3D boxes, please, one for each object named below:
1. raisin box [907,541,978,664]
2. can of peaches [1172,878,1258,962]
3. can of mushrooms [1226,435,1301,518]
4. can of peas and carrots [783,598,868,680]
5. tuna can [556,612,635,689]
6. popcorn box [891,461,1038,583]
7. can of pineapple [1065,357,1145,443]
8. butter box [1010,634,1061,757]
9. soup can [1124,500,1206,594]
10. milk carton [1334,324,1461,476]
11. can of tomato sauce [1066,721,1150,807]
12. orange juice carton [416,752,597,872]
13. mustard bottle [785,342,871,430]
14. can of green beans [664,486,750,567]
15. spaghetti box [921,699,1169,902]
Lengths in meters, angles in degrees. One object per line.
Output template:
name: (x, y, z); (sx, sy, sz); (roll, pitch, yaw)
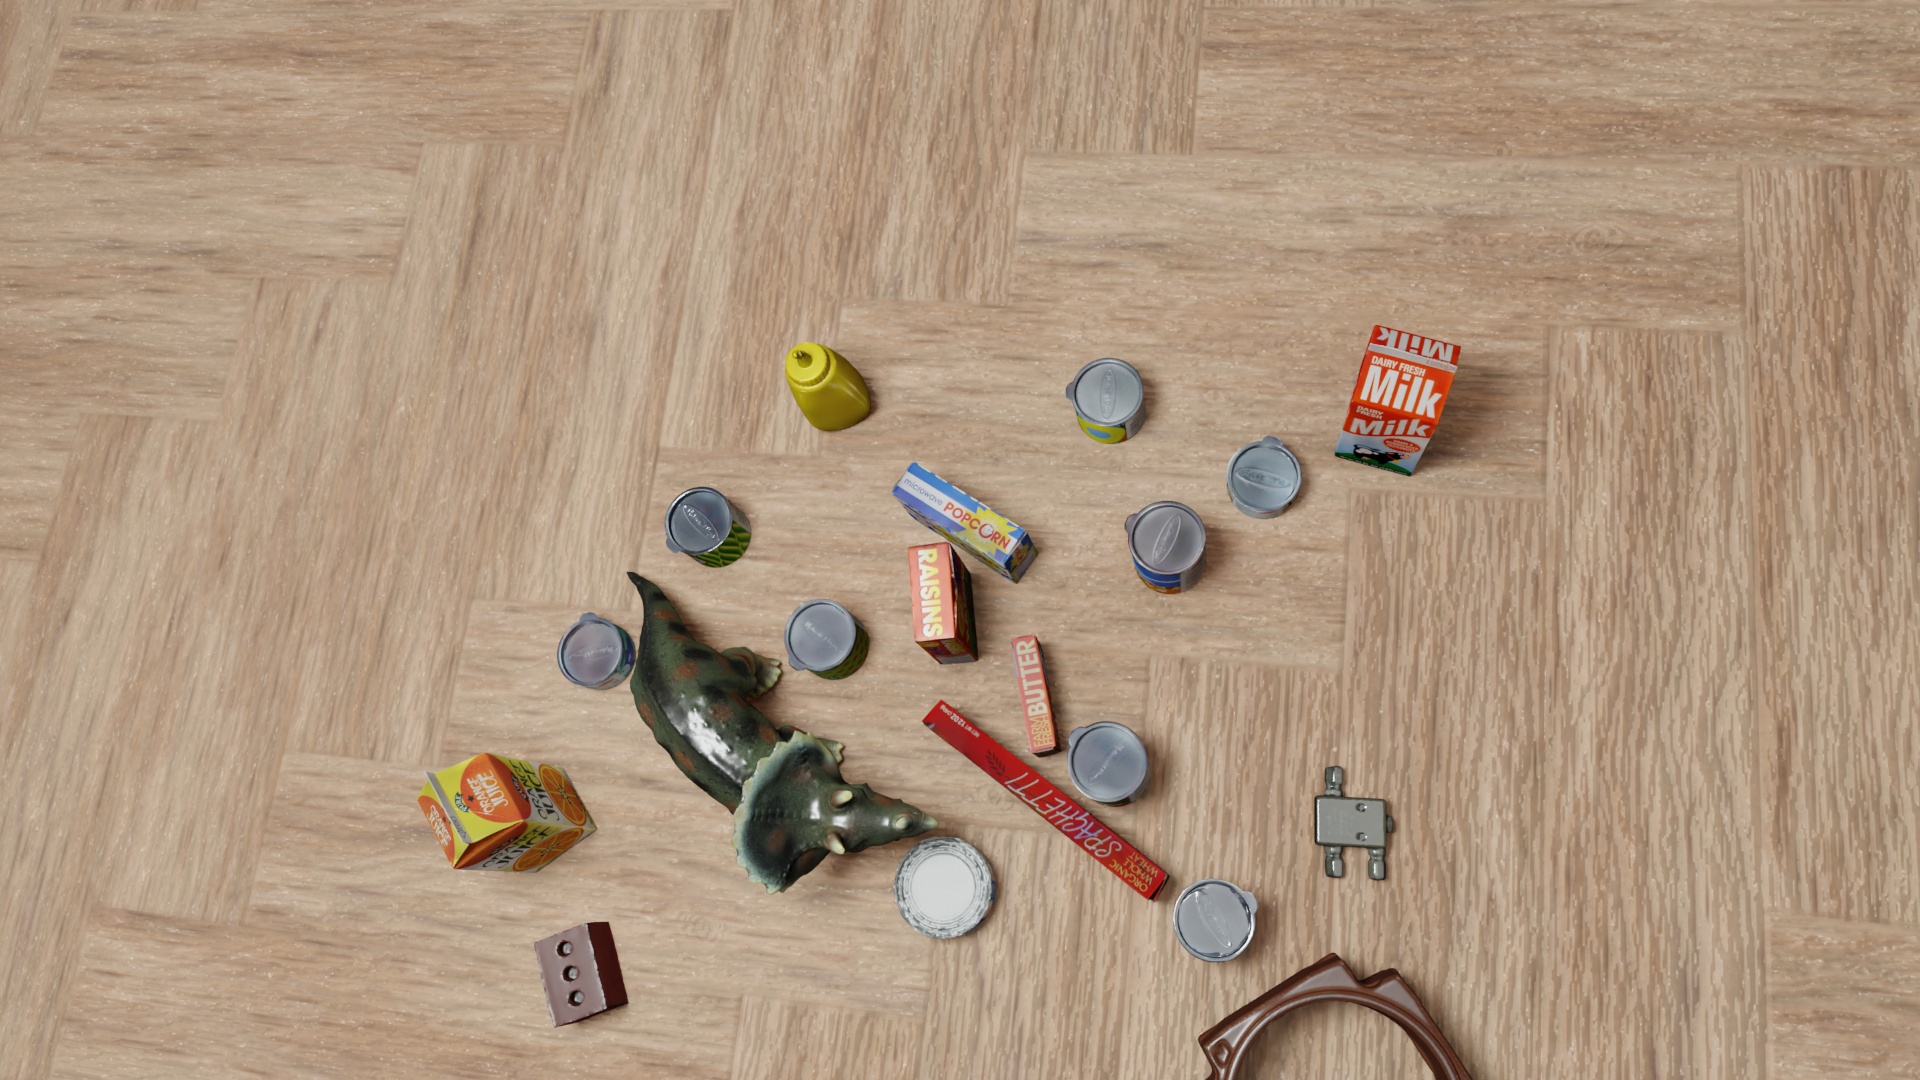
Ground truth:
raisin box: (-0.014, 0.058, 1.227); (0.040, 0.123, 0.086); (-6, 74, 8)
can of peaches: (0.213, 0.314, 1.153); (0.071, 0.058, 0.071); (-2, 75, 9)
can of mushrooms: (0.275, -0.056, 1.255); (0.071, 0.033, 0.071); (-2, 75, 9)
can of peas and carrots: (-0.123, 0.093, 1.270); (0.071, 0.058, 0.071); (-2, 75, 9)
tuna can: (-0.345, 0.106, 1.318); (0.071, 0.032, 0.071); (-2, 75, 9)
popcorn box: (0.005, -0.016, 1.264); (0.127, 0.085, 0.038); (32, 83, 16)
can of pineapple: (0.136, -0.129, 1.286); (0.071, 0.057, 0.071); (-2, 75, 9)
butter box: (0.067, 0.138, 1.228); (0.024, 0.053, 0.104); (-12, 73, 7)
soup can: (0.181, 0.006, 1.228); (0.071, 0.083, 0.071); (-2, 75, 9)
milk carton: (0.369, -0.122, 1.175); (0.072, 0.190, 0.073); (17, 79, 14)
can of tomato sauce: (0.126, 0.192, 1.187); (0.071, 0.083, 0.071); (-2, 75, 9)
orange juice carton: (-0.400, 0.238, 1.208); (0.073, 0.192, 0.072); (-35, 73, 0)
mustard bottle: (-0.128, -0.148, 1.283); (0.065, 0.160, 0.049); (-21, 73, 4)
can of green beans: (-0.239, -0.012, 1.319); (0.071, 0.057, 0.071); (-2, 75, 9)
spaghetti box: (0.074, 0.225, 1.205); (0.250, 0.050, 0.029); (36, 84, 17)
